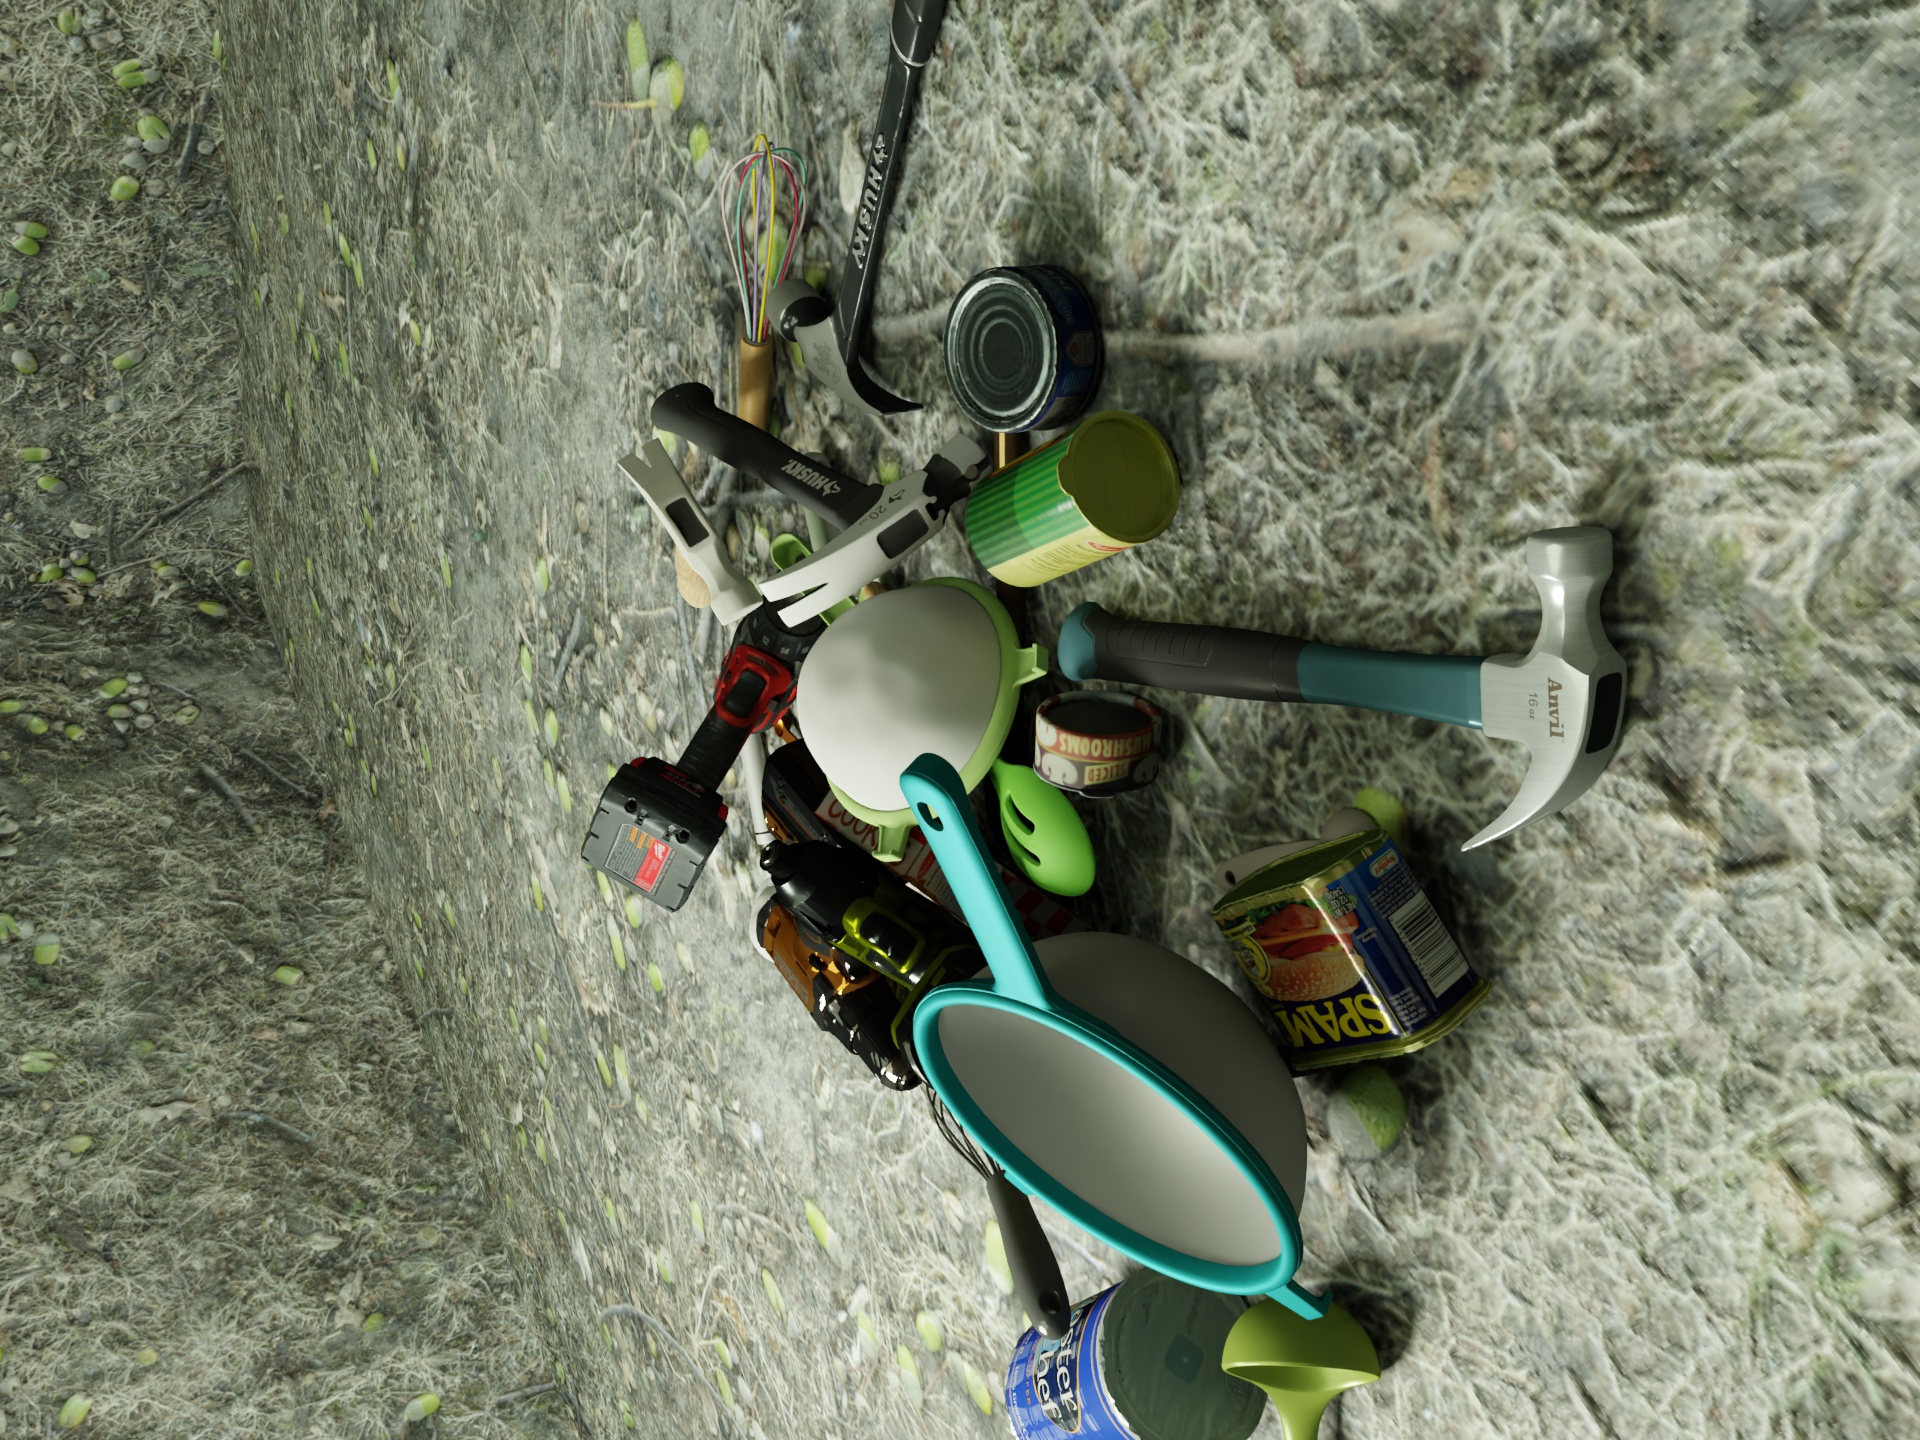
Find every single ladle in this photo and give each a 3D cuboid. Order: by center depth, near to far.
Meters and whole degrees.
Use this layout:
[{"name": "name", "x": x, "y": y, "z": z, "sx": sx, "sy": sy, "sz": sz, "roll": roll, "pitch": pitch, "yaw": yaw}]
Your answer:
[{"name": "ladle", "x": 0.182, "y": 0.435, "z": 0.847, "sx": 0.062, "sy": 0.078, "sz": 0.320, "roll": -67, "pitch": -27, "yaw": -65}, {"name": "ladle", "x": 0.031, "y": -0.057, "z": 0.913, "sx": 0.069, "sy": 0.031, "sz": 0.315, "roll": 24, "pitch": 121, "yaw": 54}]

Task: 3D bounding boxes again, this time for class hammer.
[{"name": "hammer", "x": 0.150, "y": -0.024, "z": 0.722, "sx": 0.331, "sy": 0.033, "sz": 0.128, "roll": 12, "pitch": 111, "yaw": 57}, {"name": "hammer", "x": -0.031, "y": -0.353, "z": 0.877, "sx": 0.149, "sy": 0.036, "sz": 0.408, "roll": 53, "pitch": 143, "yaw": 31}, {"name": "hammer", "x": -0.123, "y": -0.161, "z": 1.016, "sx": 0.335, "sy": 0.146, "sz": 0.035, "roll": 35, "pitch": 162, "yaw": 50}, {"name": "hammer", "x": -0.191, "y": -0.116, "z": 1.132, "sx": 0.130, "sy": 0.031, "sz": 0.331, "roll": 59, "pitch": 171, "yaw": -3}]

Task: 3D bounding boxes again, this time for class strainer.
[{"name": "strainer", "x": 0.065, "y": 0.123, "z": 0.732, "sx": 0.211, "sy": 0.095, "sz": 0.340, "roll": 11, "pitch": 137, "yaw": 42}, {"name": "strainer", "x": -0.068, "y": -0.050, "z": 0.927, "sx": 0.151, "sy": 0.069, "sz": 0.257, "roll": -52, "pitch": 47, "yaw": 13}, {"name": "strainer", "x": -0.156, "y": 0.101, "z": 1.278, "sx": 0.087, "sy": 0.050, "sz": 0.258, "roll": -9, "pitch": 91, "yaw": 44}]

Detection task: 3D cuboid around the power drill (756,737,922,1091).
[{"name": "power drill", "x": -0.076, "y": 0.141, "z": 1.126, "sx": 0.186, "sy": 0.084, "sz": 0.226, "roll": 46, "pitch": 143, "yaw": 35}]

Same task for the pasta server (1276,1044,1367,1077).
[{"name": "pasta server", "x": 0.109, "y": 0.198, "z": 0.881, "sx": 0.316, "sy": 0.040, "sz": 0.060, "roll": -31, "pitch": 49, "yaw": 57}]

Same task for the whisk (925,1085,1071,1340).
[{"name": "whisk", "x": 0.024, "y": 0.286, "z": 0.982, "sx": 0.239, "sy": 0.055, "sz": 0.055, "roll": -118, "pitch": 27, "yaw": -60}]

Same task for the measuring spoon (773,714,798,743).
[{"name": "measuring spoon", "x": -0.109, "y": 0.032, "z": 1.201, "sx": 0.117, "sy": 0.011, "sz": 0.021, "roll": 46, "pitch": 139, "yaw": 35}]

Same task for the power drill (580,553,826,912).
[{"name": "power drill", "x": -0.160, "y": 0.000, "z": 1.091, "sx": 0.080, "sy": 0.227, "sz": 0.187, "roll": 31, "pitch": 143, "yaw": -4}]

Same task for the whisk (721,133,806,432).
[{"name": "whisk", "x": -0.136, "y": -0.280, "z": 1.078, "sx": 0.047, "sy": 0.051, "sz": 0.244, "roll": 38, "pitch": 141, "yaw": 23}]

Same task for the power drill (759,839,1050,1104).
[{"name": "power drill", "x": -0.020, "y": 0.147, "z": 0.938, "sx": 0.080, "sy": 0.171, "sz": 0.223, "roll": -55, "pitch": 34, "yaw": -2}]

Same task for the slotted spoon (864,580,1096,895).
[{"name": "slotted spoon", "x": -0.001, "y": -0.003, "z": 0.940, "sx": 0.314, "sy": 0.031, "sz": 0.070, "roll": -124, "pitch": 29, "yaw": -49}]

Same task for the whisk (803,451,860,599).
[{"name": "whisk", "x": -0.074, "y": -0.076, "z": 1.025, "sx": 0.059, "sy": 0.057, "sz": 0.247, "roll": -34, "pitch": 57, "yaw": 32}]

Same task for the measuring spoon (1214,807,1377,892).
[{"name": "measuring spoon", "x": 0.156, "y": 0.070, "z": 0.766, "sx": 0.124, "sy": 0.018, "sz": 0.034, "roll": -29, "pitch": 78, "yaw": 59}]
